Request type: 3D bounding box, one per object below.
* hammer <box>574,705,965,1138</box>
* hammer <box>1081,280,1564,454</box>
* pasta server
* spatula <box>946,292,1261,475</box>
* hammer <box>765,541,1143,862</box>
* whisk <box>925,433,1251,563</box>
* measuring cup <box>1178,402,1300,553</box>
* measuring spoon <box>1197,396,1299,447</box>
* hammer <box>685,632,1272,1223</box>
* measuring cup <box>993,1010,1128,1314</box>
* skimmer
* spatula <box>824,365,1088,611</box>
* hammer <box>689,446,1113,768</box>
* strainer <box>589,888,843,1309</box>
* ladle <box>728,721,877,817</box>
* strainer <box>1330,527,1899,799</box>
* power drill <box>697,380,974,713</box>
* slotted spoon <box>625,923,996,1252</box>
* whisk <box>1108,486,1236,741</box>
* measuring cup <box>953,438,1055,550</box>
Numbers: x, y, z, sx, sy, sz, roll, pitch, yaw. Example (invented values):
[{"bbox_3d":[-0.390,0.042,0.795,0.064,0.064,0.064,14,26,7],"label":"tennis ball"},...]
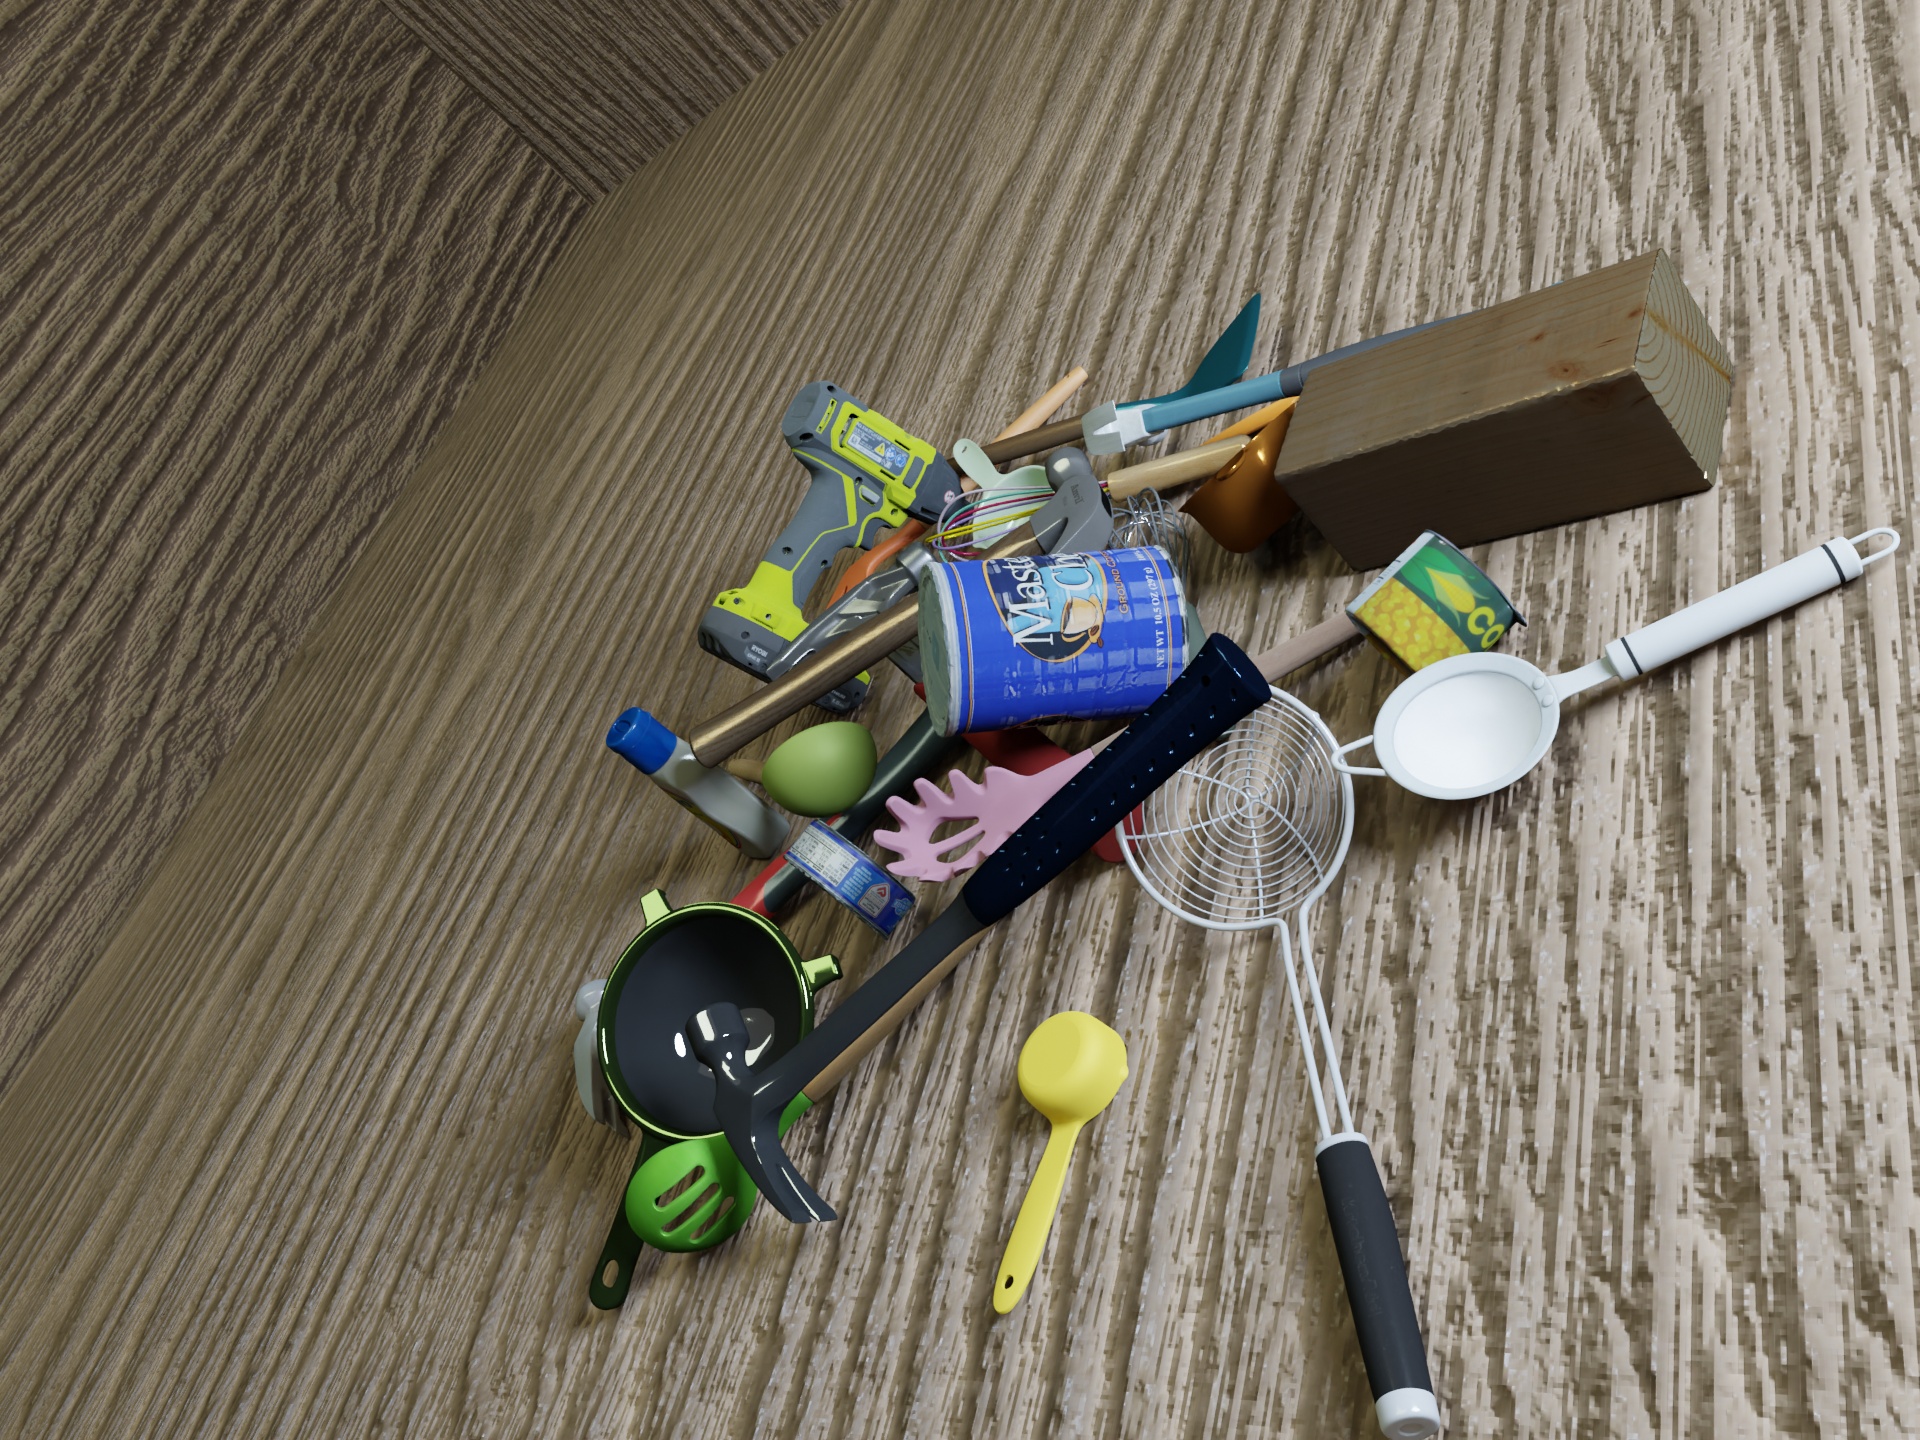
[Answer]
[{"bbox_3d":[-0.127,0.125,1.111,0.386,0.038,0.143,-43,32,9],"label":"hammer"},{"bbox_3d":[0.222,-0.218,1.010,0.331,0.033,0.128,-9,8,37],"label":"hammer"},{"bbox_3d":[0.099,0.007,0.892,0.316,0.040,0.060,-28,63,6],"label":"pasta server"},{"bbox_3d":[0.095,-0.236,1.217,0.317,0.044,0.082,-12,50,37],"label":"spatula"},{"bbox_3d":[-0.002,-0.003,1.036,0.149,0.036,0.359,-42,39,-5],"label":"hammer"},{"bbox_3d":[0.085,-0.155,1.112,0.245,0.047,0.051,-14,64,23],"label":"whisk"},{"bbox_3d":[0.177,-0.135,0.936,0.095,0.052,0.173,-43,1,16],"label":"measuring cup"},{"bbox_3d":[0.195,-0.197,1.097,0.117,0.011,0.021,-26,33,28],"label":"measuring spoon"},{"bbox_3d":[0.004,0.108,0.831,0.405,0.035,0.144,-44,56,23],"label":"hammer"},{"bbox_3d":[0.039,0.216,0.797,0.062,0.029,0.157,-14,42,44],"label":"measuring cup"},{"bbox_3d":[0.141,0.127,0.708,0.127,0.090,0.364,-34,33,24],"label":"skimmer"},{"bbox_3d":[-0.011,-0.173,1.323,0.322,0.041,0.081,-43,31,1],"label":"spatula"},{"bbox_3d":[-0.044,-0.061,1.063,0.331,0.031,0.130,-31,33,13],"label":"hammer"},{"bbox_3d":[-0.168,0.244,1.008,0.151,0.069,0.256,16,82,23],"label":"strainer"},{"bbox_3d":[-0.132,0.030,1.150,0.078,0.062,0.320,-16,7,-19],"label":"ladle"},{"bbox_3d":[0.298,-0.022,0.730,0.258,0.050,0.087,-28,41,22],"label":"strainer"},{"bbox_3d":[-0.093,-0.126,1.239,0.080,0.171,0.223,18,81,58],"label":"power drill"},{"bbox_3d":[-0.075,0.202,0.944,0.314,0.070,0.031,-44,13,-4],"label":"slotted spoon"},{"bbox_3d":[0.133,-0.070,0.999,0.247,0.057,0.059,-100,23,-50],"label":"whisk"},{"bbox_3d":[0.035,-0.173,1.227,0.083,0.038,0.168,-44,37,9],"label":"measuring cup"}]
